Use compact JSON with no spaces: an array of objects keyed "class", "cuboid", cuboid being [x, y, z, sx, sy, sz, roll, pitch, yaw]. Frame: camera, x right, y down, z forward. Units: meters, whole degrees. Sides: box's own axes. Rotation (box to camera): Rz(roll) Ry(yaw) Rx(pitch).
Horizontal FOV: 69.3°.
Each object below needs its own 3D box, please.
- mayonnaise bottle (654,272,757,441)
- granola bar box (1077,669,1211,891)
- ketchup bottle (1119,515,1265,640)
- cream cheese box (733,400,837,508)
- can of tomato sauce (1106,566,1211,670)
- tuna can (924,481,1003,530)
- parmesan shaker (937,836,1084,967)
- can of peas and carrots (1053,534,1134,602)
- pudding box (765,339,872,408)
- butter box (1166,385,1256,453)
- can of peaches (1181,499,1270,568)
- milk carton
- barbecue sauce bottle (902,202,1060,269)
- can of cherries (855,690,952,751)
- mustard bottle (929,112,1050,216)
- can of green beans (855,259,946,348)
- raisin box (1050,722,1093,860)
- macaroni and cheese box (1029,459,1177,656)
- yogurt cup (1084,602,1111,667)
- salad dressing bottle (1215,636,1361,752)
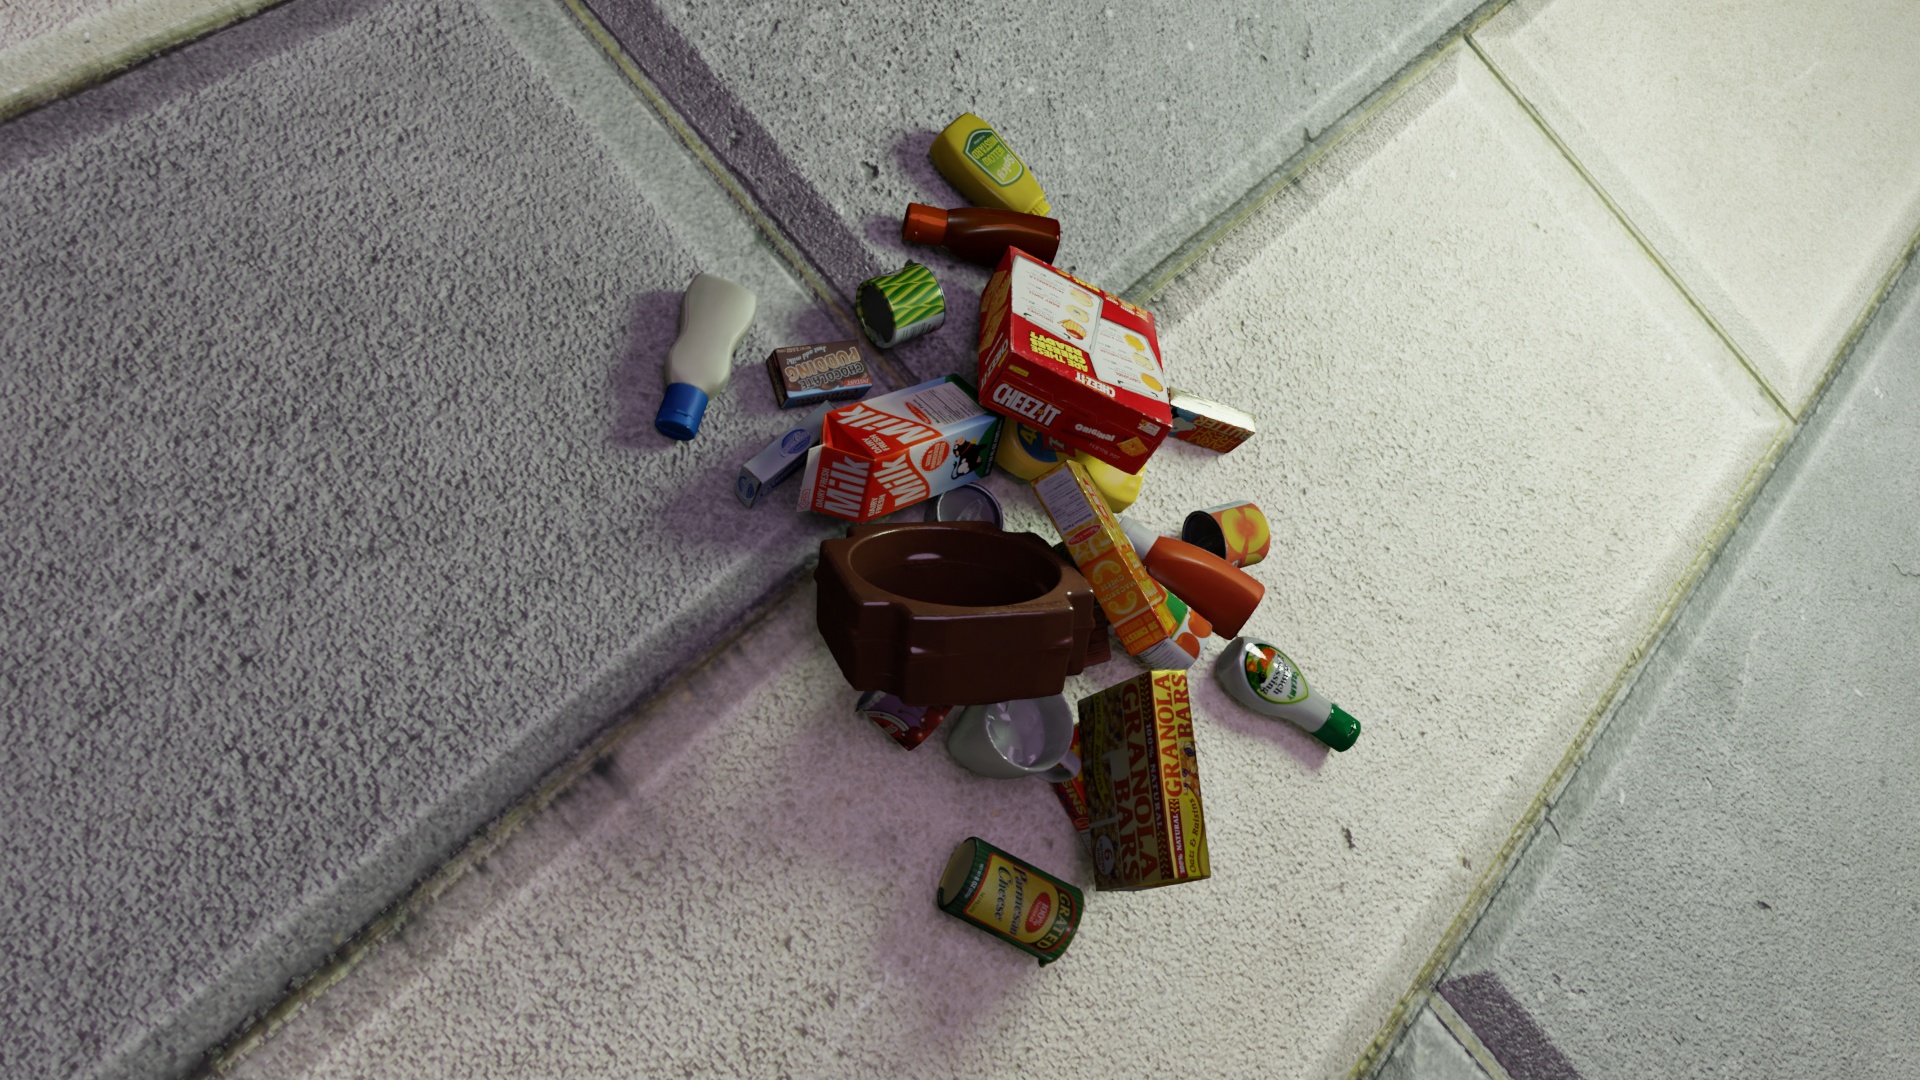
[{"class":"mayonnaise bottle","cuboid":[-0.225,-0.158,1.204,0.065,0.041,0.148,21,65,-14]},{"class":"granola bar box","cuboid":[0.147,0.200,1.141,0.039,0.123,0.166,4,70,-24]},{"class":"ketchup bottle","cuboid":[0.208,0.030,1.307,0.149,0.064,0.044,33,32,6]},{"class":"cream cheese box","cuboid":[-0.149,-0.074,1.198,0.024,0.053,0.104,45,59,4]},{"class":"can of tomato sauce","cuboid":[0.181,0.077,1.281,0.083,0.071,0.071,38,61,-8]},{"class":"tuna can","cuboid":[0.004,-0.016,1.256,0.071,0.032,0.071,8,68,-21]},{"class":"parmesan shaker","cuboid":[0.039,0.296,1.137,0.103,0.071,0.071,29,62,-12]},{"class":"can of peas and carrots","cuboid":[0.119,0.023,1.278,0.071,0.058,0.071,8,68,-21]},{"class":"pudding box","cuboid":[-0.127,-0.150,1.250,0.084,0.030,0.050,-11,77,-27]},{"class":"butter box","cuboid":[0.239,-0.119,1.388,0.103,0.053,0.024,15,63,-19]},{"class":"can of peaches","cuboid":[0.258,0.000,1.345,0.058,0.071,0.071,-14,78,-28]},{"class":"milk carton","cuboid":[-0.059,-0.077,1.202,0.191,0.072,0.073,-21,52,-37]},{"class":"barbecue sauce bottle","cuboid":[0.019,-0.297,1.354,0.149,0.064,0.044,8,57,-12]},{"class":"can of cherries","cuboid":[-0.045,0.135,1.160,0.058,0.071,0.072,43,60,-6]},{"class":"mustard bottle","cuboid":[0.043,-0.354,1.391,0.160,0.048,0.065,44,62,-3]},{"class":"can of green beans","cuboid":[-0.056,-0.217,1.286,0.058,0.071,0.071,-25,83,-29]},{"class":"raisin box","cuboid":[0.132,0.217,1.223,0.086,0.040,0.123,-26,84,-28]},{"class":"macaroni and cheese box","cuboid":[0.124,0.014,1.183,0.040,0.124,0.166,-30,84,11]},{"class":"yogurt cup","cuboid":[0.102,0.088,1.245,0.072,0.072,0.054,-12,85,-27]},{"class":"salad dressing bottle","cuboid":[0.315,0.149,1.327,0.147,0.044,0.064,34,63,-9]}]
